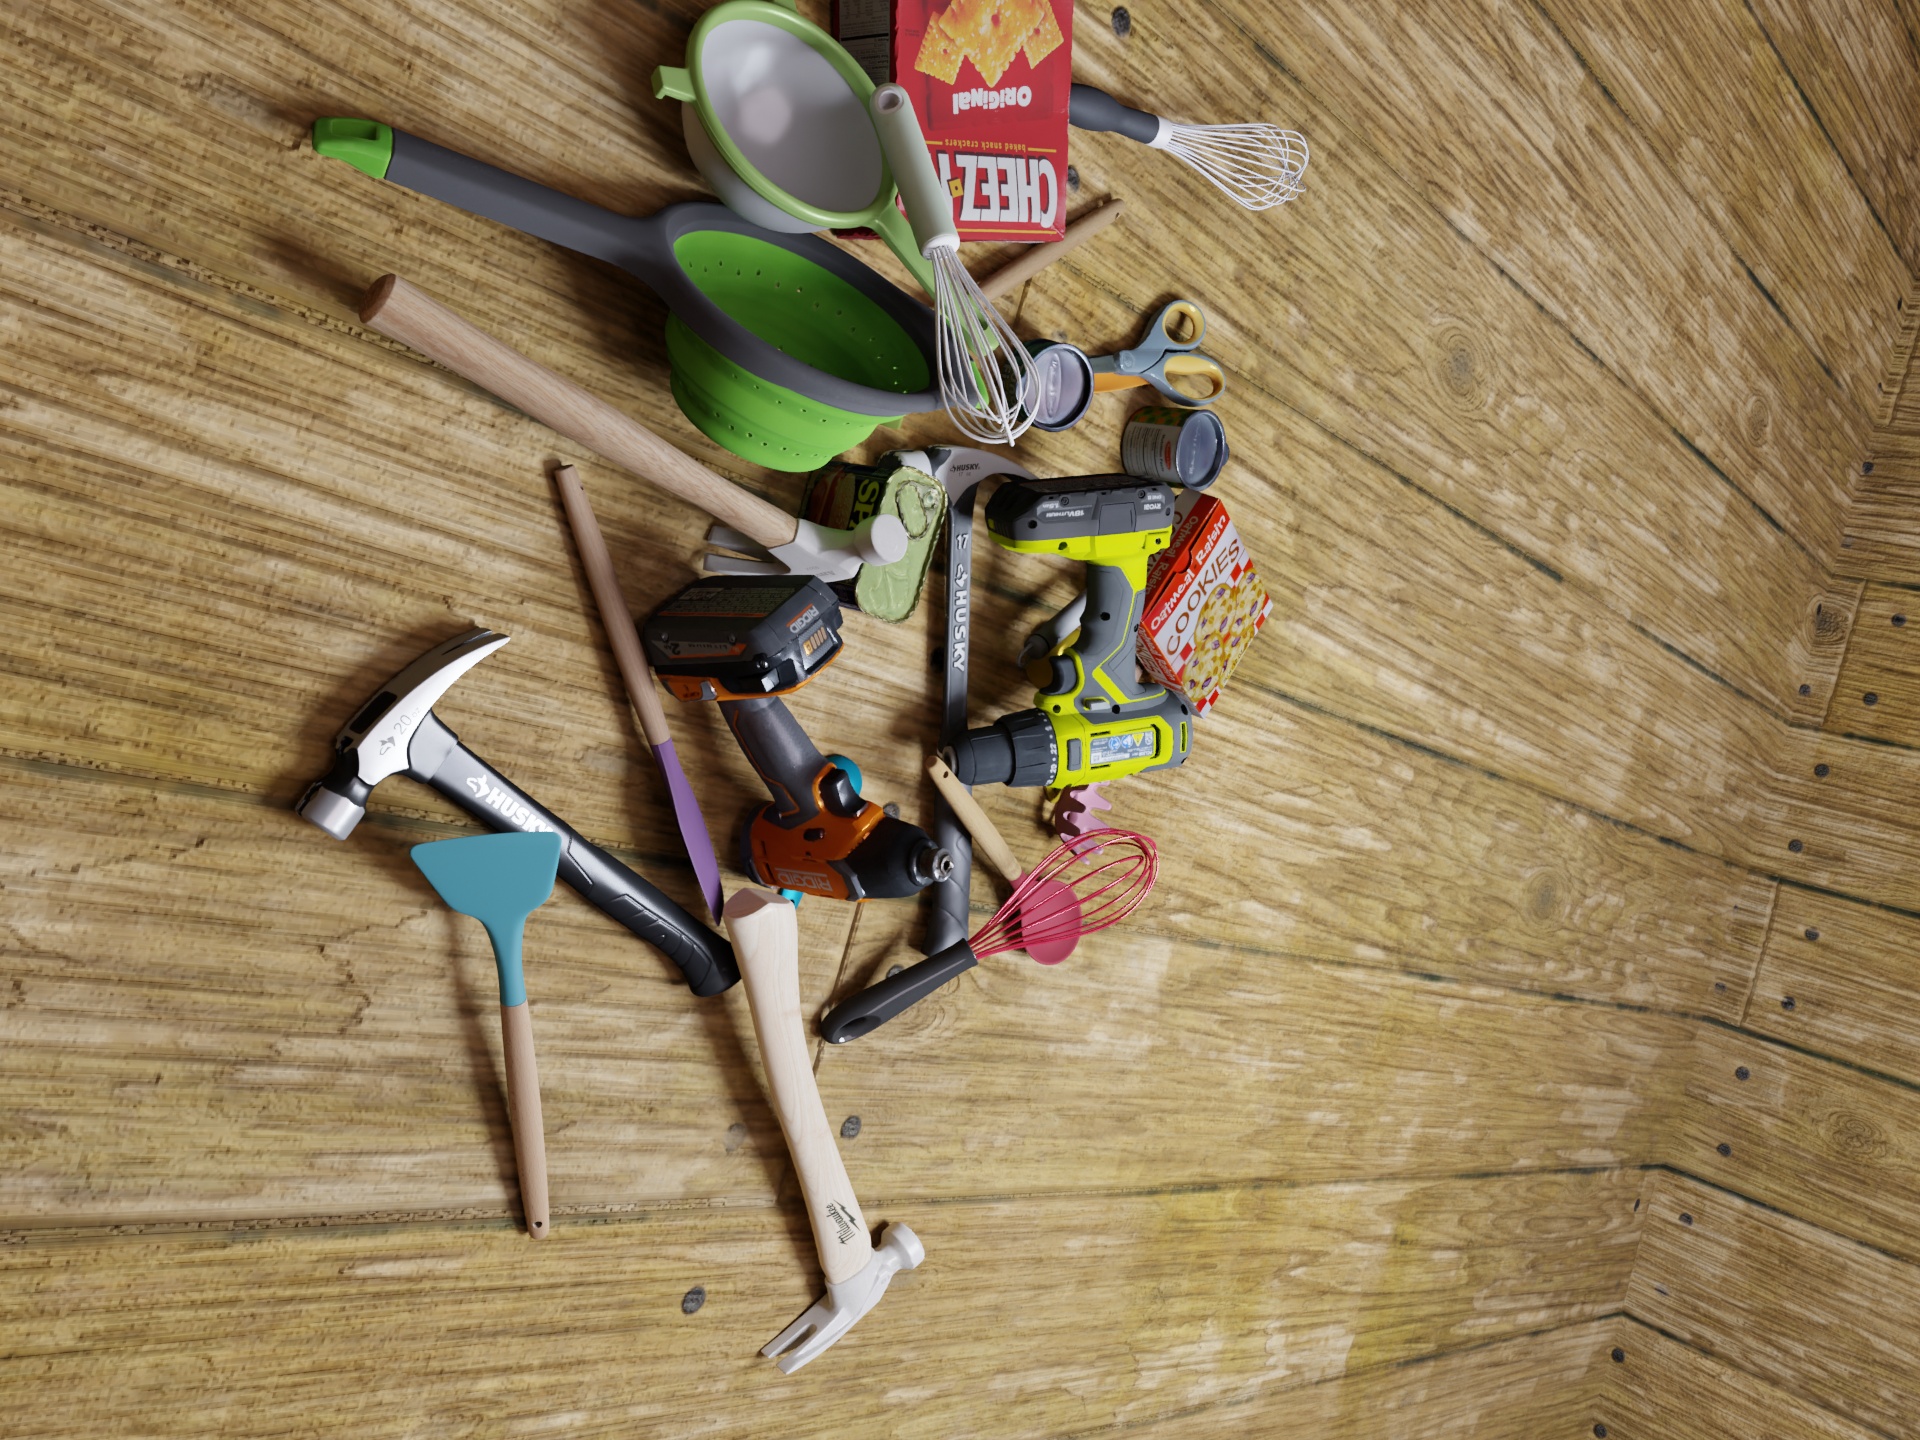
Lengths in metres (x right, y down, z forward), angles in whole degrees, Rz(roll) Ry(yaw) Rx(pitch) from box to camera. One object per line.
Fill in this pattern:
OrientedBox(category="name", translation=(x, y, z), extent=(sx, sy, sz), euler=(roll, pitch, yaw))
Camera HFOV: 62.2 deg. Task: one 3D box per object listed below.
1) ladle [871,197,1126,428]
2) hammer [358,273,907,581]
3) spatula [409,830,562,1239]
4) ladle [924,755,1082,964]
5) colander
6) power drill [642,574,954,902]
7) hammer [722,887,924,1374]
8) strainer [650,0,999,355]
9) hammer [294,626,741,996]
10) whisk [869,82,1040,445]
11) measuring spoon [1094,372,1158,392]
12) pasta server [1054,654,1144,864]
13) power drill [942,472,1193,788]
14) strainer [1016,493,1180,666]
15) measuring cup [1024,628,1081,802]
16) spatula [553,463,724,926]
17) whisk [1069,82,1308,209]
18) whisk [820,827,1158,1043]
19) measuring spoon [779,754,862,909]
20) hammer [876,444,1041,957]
OrientedBox(category="ladle", translation=(0.033, -0.305, 1.141), extent=(0.320, 0.062, 0.078), euler=(-41, 160, -34))
OrientedBox(category="hammer", translation=(-0.190, -0.157, 0.919), extent=(0.331, 0.130, 0.031), euler=(28, 64, -39))
OrientedBox(category="spatula", translation=(-0.272, 0.198, 0.968), extent=(0.082, 0.044, 0.317), euler=(-5, 116, -13))
OrientedBox(category="ladle", translation=(0.033, 0.109, 1.238), extent=(0.069, 0.031, 0.315), euler=(-61, 147, -19))
OrientedBox(category="colander", translation=(-0.177, -0.234, 0.921), extent=(0.396, 0.205, 0.094), euler=(13, 127, -31))
OrientedBox(category="power drill", translation=(-0.097, 0.021, 1.024), extent=(0.084, 0.164, 0.226), euler=(-46, 128, -40))
OrientedBox(category="hammer", translation=(-0.119, 0.296, 1.147), extent=(0.146, 0.038, 0.410), euler=(-33, 129, -33))
OrientedBox(category="strainer", translation=(-0.079, -0.314, 0.976), extent=(0.256, 0.069, 0.151), euler=(47, 47, -18))
OrientedBox(category="hammer", translation=(-0.239, 0.080, 0.992), extent=(0.146, 0.035, 0.334), euler=(-58, 134, -16))
OrientedBox(category="whisk", translation=(-0.009, -0.272, 0.941), extent=(0.059, 0.058, 0.246), euler=(54, 17, -75))
OrientedBox(category="measuring spoon", translation=(0.120, -0.271, 1.270), extent=(0.117, 0.011, 0.021), euler=(-14, 85, -40))
OrientedBox(category="pasta server", translation=(0.148, -0.031, 1.345), extent=(0.060, 0.040, 0.316), euler=(41, 70, -57))
OrientedBox(category="power drill", translation=(0.077, -0.060, 1.172), extent=(0.190, 0.080, 0.228), euler=(-8, 108, -20))
OrientedBox(category="strainer", translation=(0.122, -0.116, 1.279), extent=(0.258, 0.050, 0.086), euler=(-41, 147, -35))
OrientedBox(category="measuring cup", translation=(0.083, -0.003, 1.295), extent=(0.062, 0.029, 0.156), euler=(-20, 116, -40))
OrientedBox(category="spatula", translation=(-0.198, -0.011, 1.008), extent=(0.018, 0.060, 0.315), euler=(-14, 114, 4))
OrientedBox(category="whisk", translation=(0.174, -0.452, 1.244), extent=(0.284, 0.070, 0.070), euler=(-1, 102, -40))
OrientedBox(category="whisk", translation=(0.024, 0.166, 1.214), extent=(0.296, 0.073, 0.073), euler=(-29, 123, -10))
OrientedBox(category="measuring spoon", translation=(-0.101, 0.088, 1.141), extent=(0.042, 0.021, 0.128), euler=(26, 83, -46))
OrientedBox(category="hammer", translation=(-0.002, -0.004, 1.207), extent=(0.149, 0.036, 0.408), euler=(-13, 111, -43))
